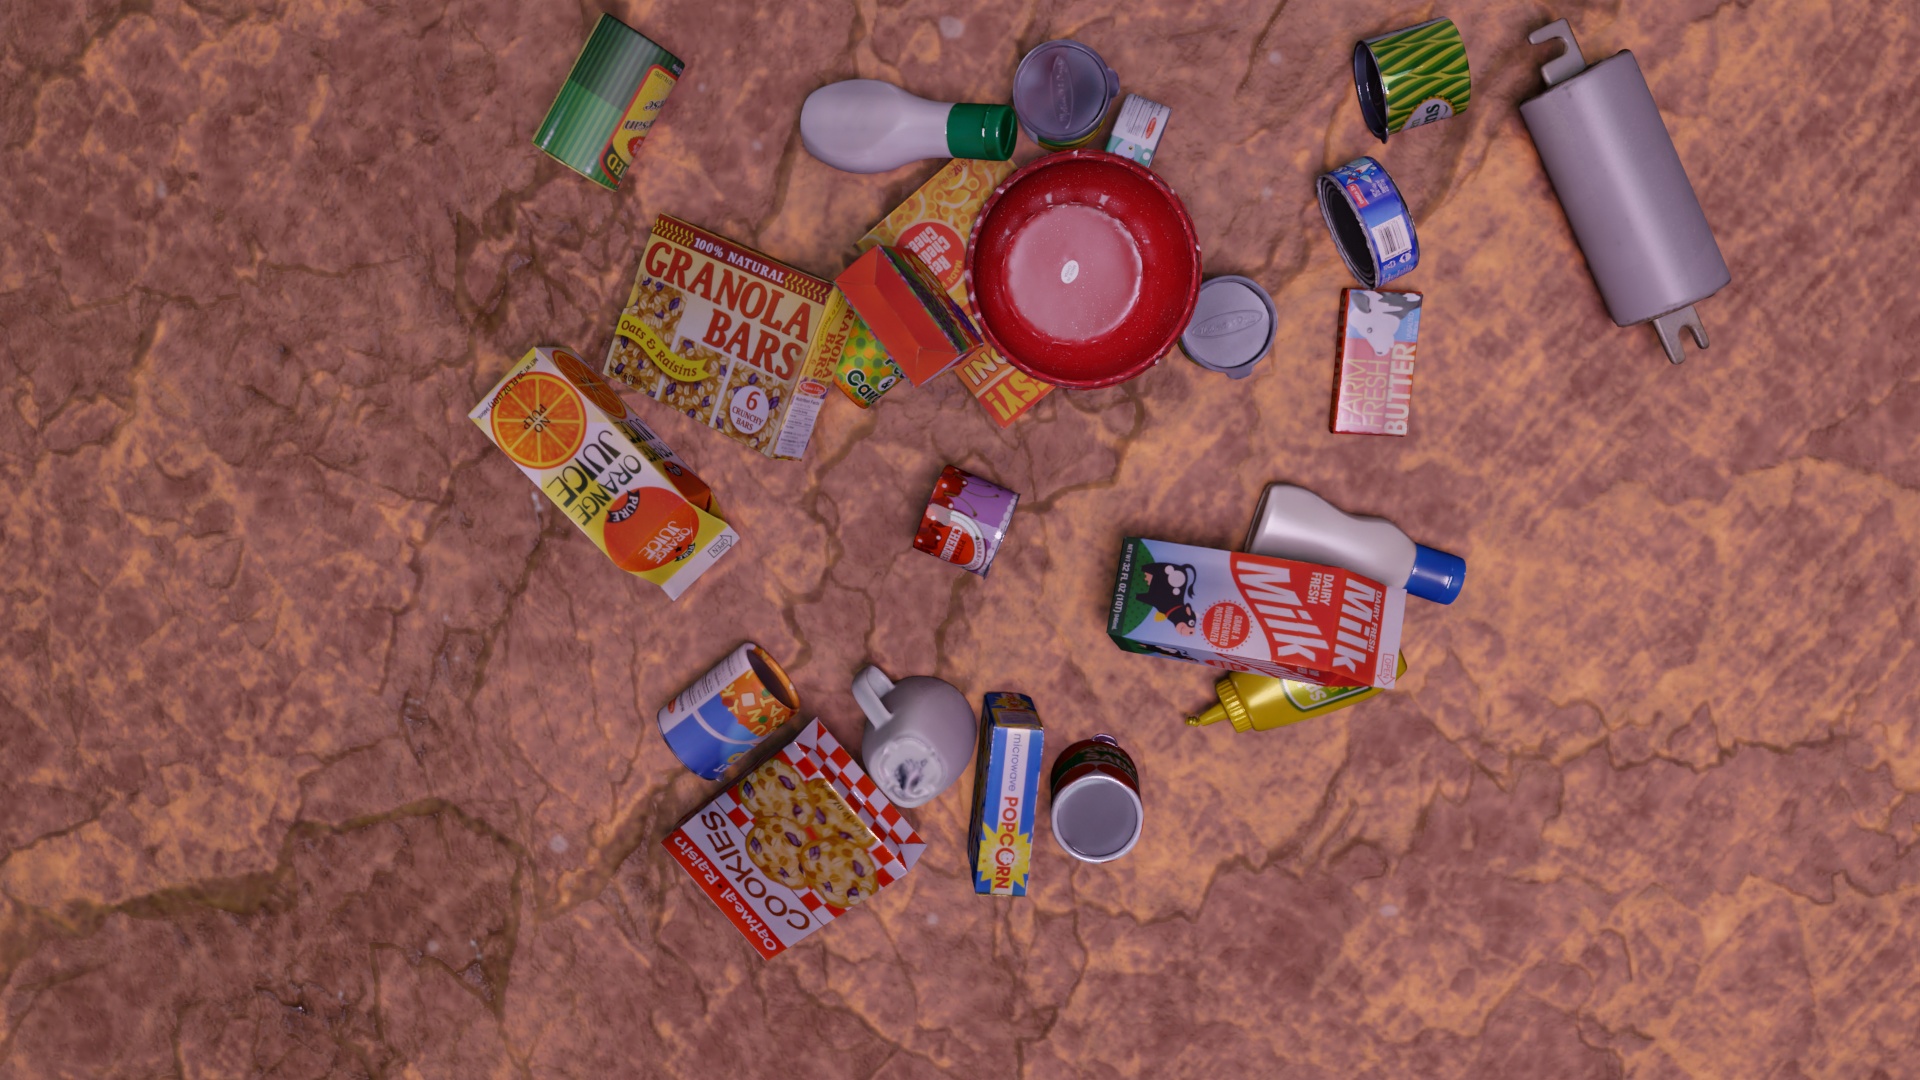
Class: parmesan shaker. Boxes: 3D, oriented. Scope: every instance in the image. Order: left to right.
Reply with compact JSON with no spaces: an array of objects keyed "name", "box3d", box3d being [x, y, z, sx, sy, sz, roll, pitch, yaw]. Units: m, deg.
[{"name":"parmesan shaker","box3d":[-0.245,-0.305,0.967,0.071,0.071,0.103,32,99,-1]}]

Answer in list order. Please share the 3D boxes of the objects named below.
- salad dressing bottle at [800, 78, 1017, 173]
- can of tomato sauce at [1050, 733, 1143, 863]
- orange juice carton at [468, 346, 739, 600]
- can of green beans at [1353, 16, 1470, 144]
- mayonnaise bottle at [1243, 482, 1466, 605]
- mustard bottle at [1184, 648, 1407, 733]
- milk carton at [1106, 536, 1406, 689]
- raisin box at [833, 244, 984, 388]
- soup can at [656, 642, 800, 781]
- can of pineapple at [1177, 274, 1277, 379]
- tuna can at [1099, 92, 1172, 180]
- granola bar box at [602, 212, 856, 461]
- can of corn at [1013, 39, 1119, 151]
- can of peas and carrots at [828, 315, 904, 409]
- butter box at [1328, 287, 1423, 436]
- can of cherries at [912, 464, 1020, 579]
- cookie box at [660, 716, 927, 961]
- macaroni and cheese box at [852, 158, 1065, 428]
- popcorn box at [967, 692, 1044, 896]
[{"name":"salad dressing bottle","box3d":[-0.035,-0.281,0.947,0.148,0.044,0.064,10,81,22]},{"name":"can of tomato sauce","box3d":[0.099,0.186,1.002,0.071,0.083,0.071,1,98,4]},{"name":"orange juice carton","box3d":[-0.250,-0.047,1.000,0.071,0.073,0.192,-44,93,8]},{"name":"can of green beans","box3d":[0.302,-0.310,0.932,0.058,0.071,0.071,-15,96,5]},{"name":"mayonnaise bottle","box3d":[0.281,0.008,0.988,0.148,0.041,0.064,18,99,0]},{"name":"mustard bottle","box3d":[0.236,0.102,0.999,0.160,0.049,0.065,-26,90,7]},{"name":"milk carton","box3d":[0.203,0.052,0.952,0.190,0.073,0.072,8,78,17]},{"name":"raisin box","box3d":[-0.031,-0.148,0.906,0.040,0.123,0.086,-37,93,13]},{"name":"soup can","box3d":[-0.168,0.127,1.022,0.083,0.071,0.071,-38,94,8]},{"name":"can of pineapple","box3d":[0.183,-0.148,0.965,0.071,0.058,0.071,1,98,4]},{"name":"tuna can","box3d":[0.117,-0.268,0.952,0.033,0.071,0.071,22,99,2]},{"name":"granola bar box","box3d":[-0.162,-0.143,0.965,0.166,0.039,0.124,26,100,27]},{"name":"can of corn","box3d":[0.072,-0.304,0.952,0.071,0.058,0.071,1,98,4]},{"name":"can of peas and carrots","box3d":[-0.065,-0.133,0.979,0.058,0.071,0.071,-38,94,9]},{"name":"butter box","box3d":[0.291,-0.125,0.978,0.053,0.024,0.103,4,98,3]},{"name":"can of cherries","box3d":[0.004,-0.012,0.989,0.058,0.071,0.071,23,99,1]},{"name":"cookie box","box3d":[-0.124,0.221,1.014,0.166,0.040,0.123,-39,93,31]},{"name":"macaroni and cheese box","box3d":[0.026,-0.182,0.981,0.123,0.040,0.166,-39,93,9]},{"name":"popcorn box","box3d":[0.032,0.181,1.004,0.038,0.085,0.126,5,98,-5]}]
